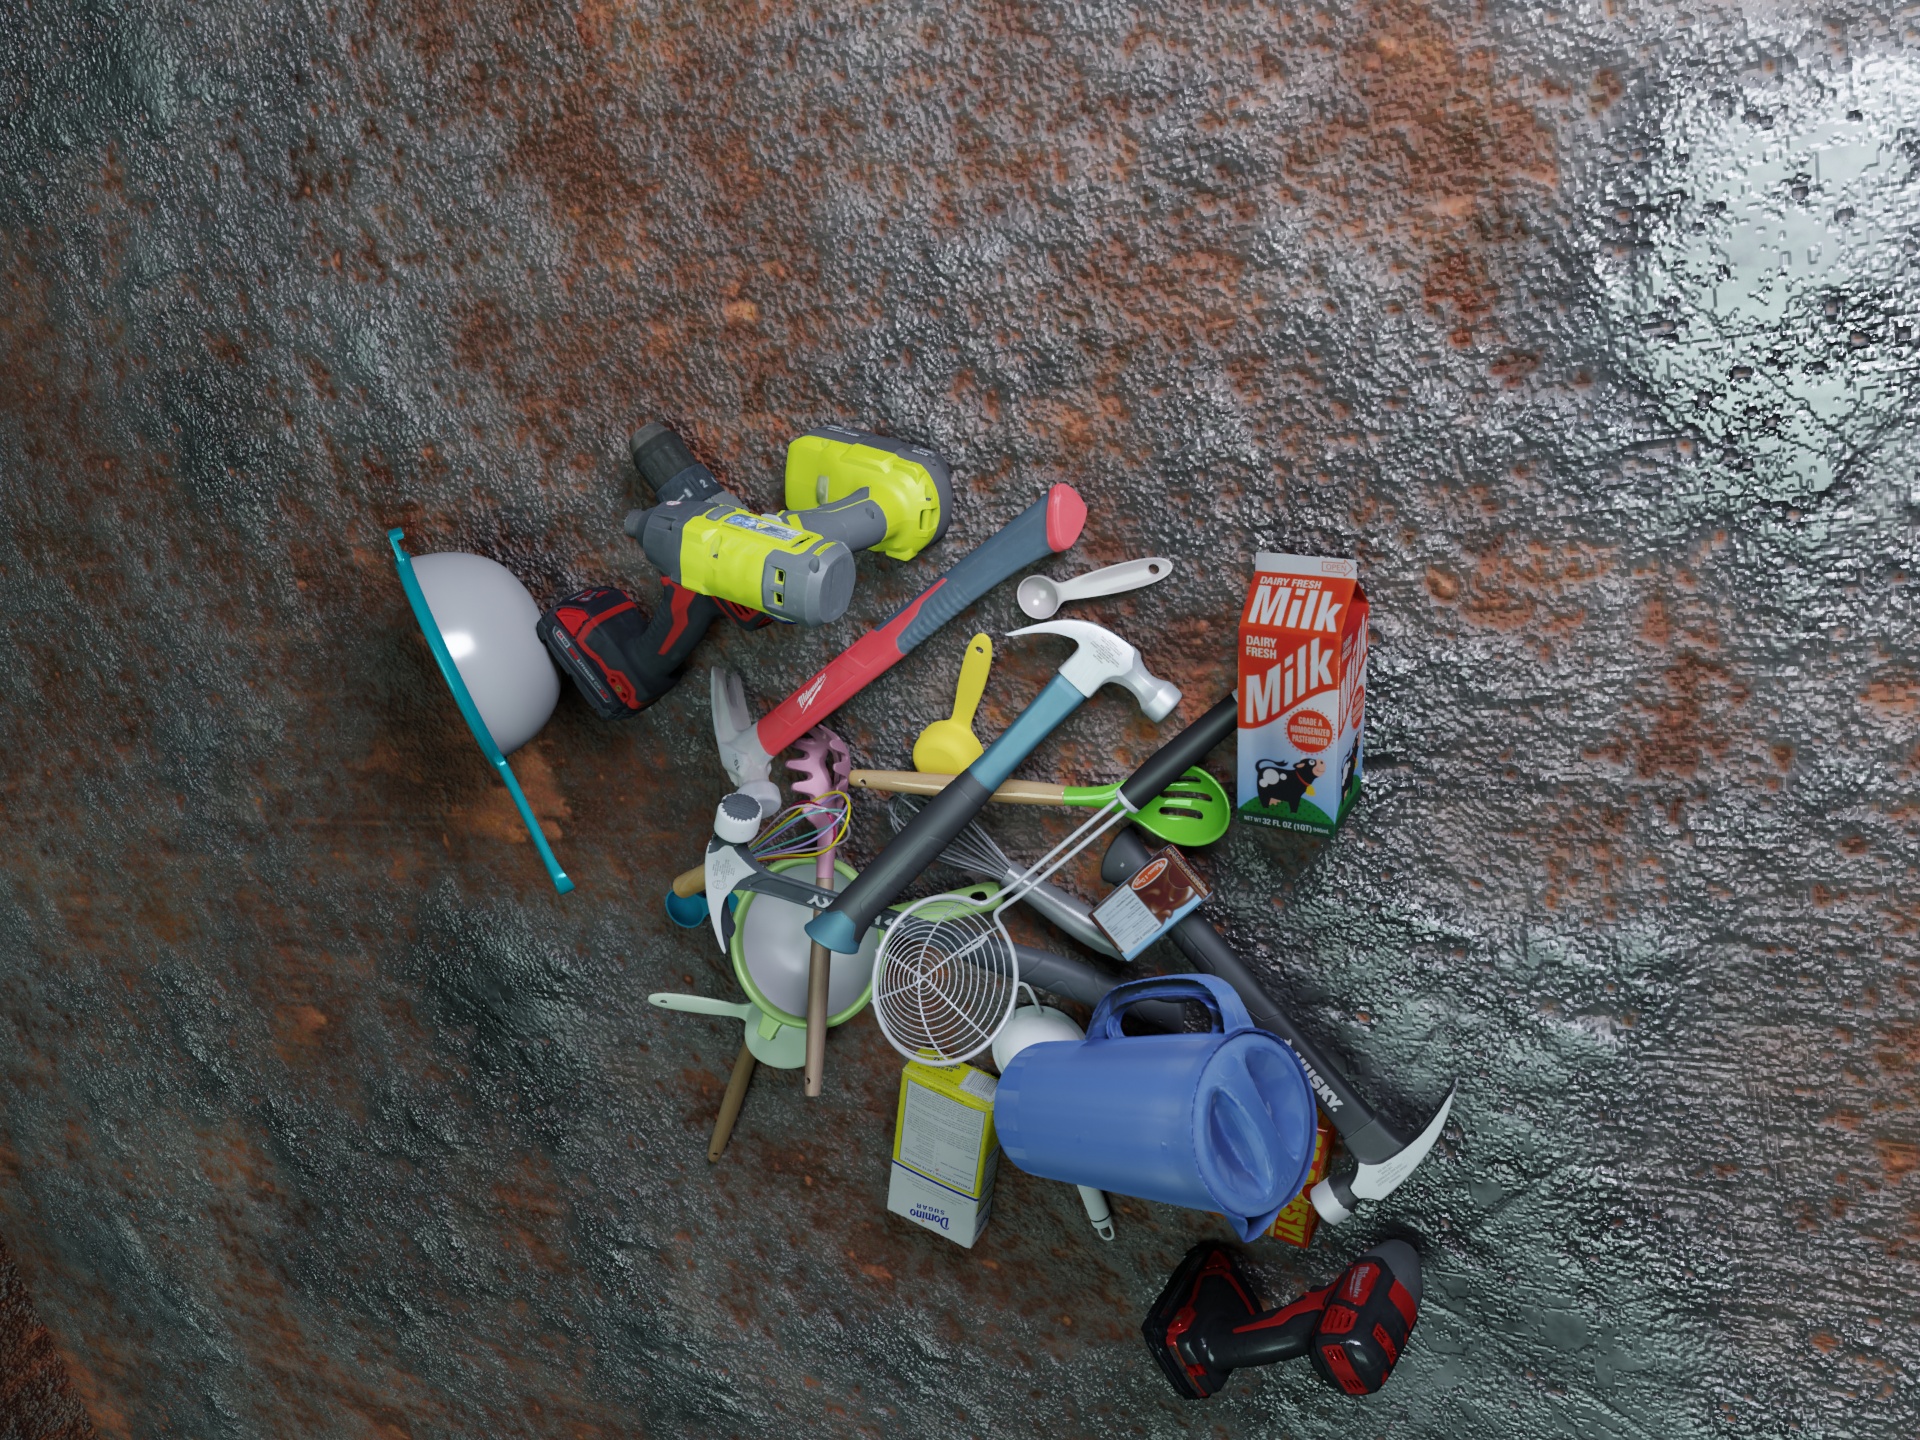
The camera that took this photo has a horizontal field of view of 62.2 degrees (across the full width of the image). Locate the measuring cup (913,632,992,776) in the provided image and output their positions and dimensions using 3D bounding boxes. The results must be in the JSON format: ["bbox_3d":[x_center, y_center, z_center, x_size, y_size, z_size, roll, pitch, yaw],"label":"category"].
[{"bbox_3d":[-0.002,-0.004,1.256,0.062,0.029,0.156,26,134,12],"label":"measuring cup"}]

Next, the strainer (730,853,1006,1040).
[{"bbox_3d":[-0.074,0.179,1.387,0.256,0.069,0.151,-16,81,17],"label":"strainer"}]

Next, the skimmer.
[{"bbox_3d":[0.082,0.112,1.169,0.363,0.090,0.127,-42,112,15],"label":"skimmer"}]

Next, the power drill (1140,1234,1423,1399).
[{"bbox_3d":[0.267,0.474,1.279,0.219,0.143,0.078,-24,100,43],"label":"power drill"}]

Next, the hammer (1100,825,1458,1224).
[{"bbox_3d":[0.229,0.215,1.217,0.146,0.035,0.335,-45,80,23],"label":"hammer"}]

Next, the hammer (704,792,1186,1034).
[{"bbox_3d":[-0.012,0.180,1.282,0.409,0.036,0.149,18,126,0],"label":"hammer"}]

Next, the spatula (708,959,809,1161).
[{"bbox_3d":[-0.209,0.331,1.539,0.082,0.044,0.317,15,124,-7],"label":"spatula"}]

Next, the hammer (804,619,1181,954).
[{"bbox_3d":[0.007,0.056,1.202,0.128,0.033,0.331,44,98,3],"label":"hammer"}]

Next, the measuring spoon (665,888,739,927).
[{"bbox_3d":[-0.217,0.167,1.489,0.128,0.021,0.042,-9,107,23],"label":"measuring spoon"}]

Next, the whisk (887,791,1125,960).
[{"bbox_3d":[0.040,0.124,1.298,0.239,0.055,0.055,33,125,8],"label":"whisk"}]

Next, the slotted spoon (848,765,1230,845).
[{"bbox_3d":[0.058,0.055,1.242,0.314,0.031,0.070,4,113,20],"label":"slotted spoon"}]

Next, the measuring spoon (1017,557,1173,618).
[{"bbox_3d":[0.101,-0.103,1.179,0.124,0.018,0.034,-11,106,26],"label":"measuring spoon"}]

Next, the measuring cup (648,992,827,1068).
[{"bbox_3d":[-0.204,0.279,1.455,0.167,0.038,0.083,11,129,-9],"label":"measuring cup"}]

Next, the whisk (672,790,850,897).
[{"bbox_3d":[-0.172,0.113,1.348,0.245,0.051,0.047,-26,80,42],"label":"whisk"}]

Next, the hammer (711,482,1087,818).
[{"bbox_3d":[-0.059,-0.075,1.250,0.386,0.038,0.143,-36,55,29],"label":"hammer"}]

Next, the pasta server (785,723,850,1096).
[{"bbox_3d":[-0.122,0.160,1.348,0.060,0.040,0.316,2,89,41],"label":"pasta server"}]

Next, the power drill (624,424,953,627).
[{"bbox_3d":[-0.118,-0.145,1.151,0.171,0.223,0.080,19,120,21],"label":"power drill"}]

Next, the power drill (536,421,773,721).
[{"bbox_3d":[-0.258,-0.122,1.339,0.226,0.080,0.188,-35,93,34],"label":"power drill"}]

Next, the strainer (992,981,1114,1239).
[{"bbox_3d":[0.090,0.348,1.379,0.087,0.050,0.258,-15,108,19],"label":"strainer"}]

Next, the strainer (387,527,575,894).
[{"bbox_3d":[-0.385,-0.014,1.401,0.340,0.095,0.211,61,167,13],"label":"strainer"}]
